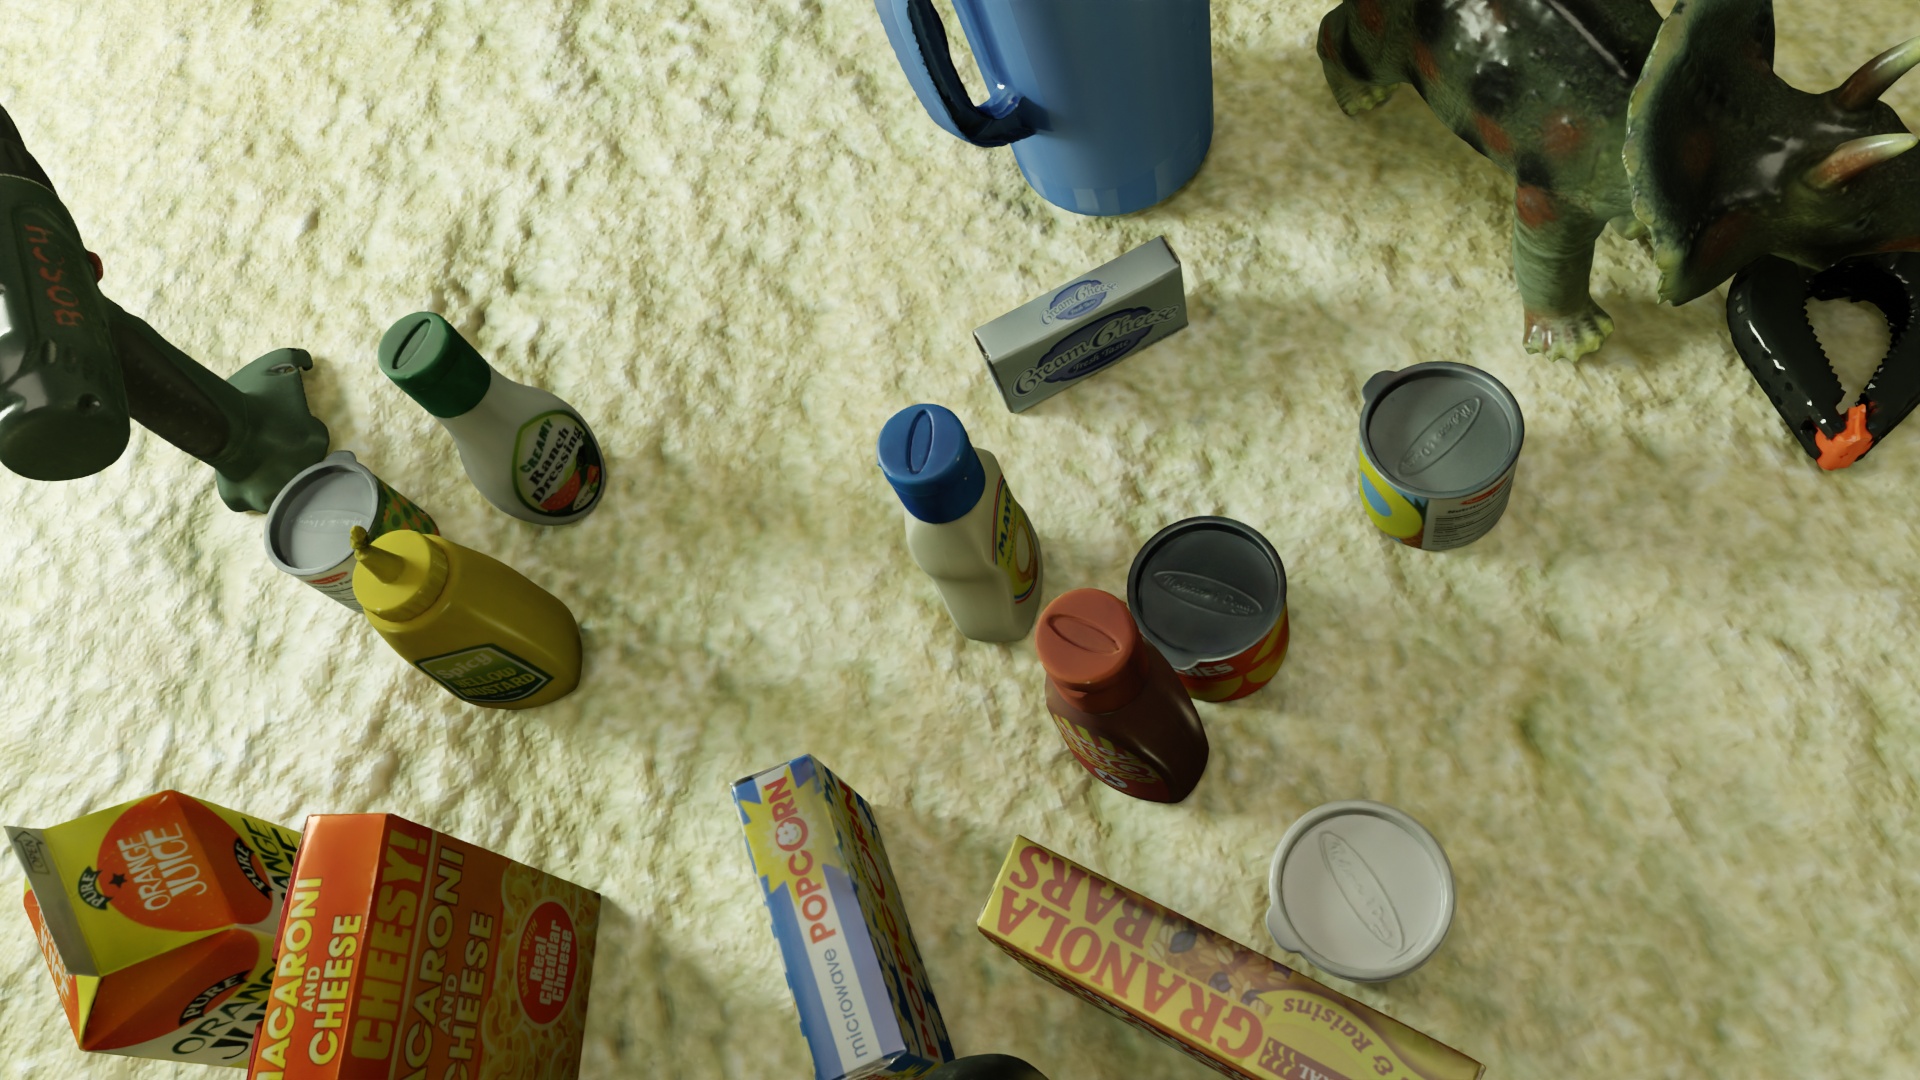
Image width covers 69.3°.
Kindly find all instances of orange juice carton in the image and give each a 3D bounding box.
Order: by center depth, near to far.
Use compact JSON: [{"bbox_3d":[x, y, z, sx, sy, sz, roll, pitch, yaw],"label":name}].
[{"bbox_3d":[-0.304,0.164,0.573,0.073,0.192,0.072,-40,62,-5],"label":"orange juice carton"}]

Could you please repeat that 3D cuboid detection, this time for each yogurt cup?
[{"bbox_3d":[0.156,0.140,0.541,0.072,0.053,0.072,-6,64,12],"label":"yogurt cup"}]

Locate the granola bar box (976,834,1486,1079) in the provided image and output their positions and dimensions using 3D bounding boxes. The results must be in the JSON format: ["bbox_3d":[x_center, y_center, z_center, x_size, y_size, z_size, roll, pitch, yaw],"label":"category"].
[{"bbox_3d":[0.096,0.171,0.502,0.166,0.124,0.039,22,73,23],"label":"granola bar box"}]

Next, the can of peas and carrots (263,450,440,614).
[{"bbox_3d":[-0.319,-0.003,0.733,0.071,0.058,0.071,-6,64,12],"label":"can of peas and carrots"}]

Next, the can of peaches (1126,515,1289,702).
[{"bbox_3d":[0.108,0.033,0.602,0.071,0.058,0.071,-6,64,12],"label":"can of peaches"}]

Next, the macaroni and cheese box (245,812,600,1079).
[{"bbox_3d":[-0.206,0.188,0.551,0.040,0.166,0.124,-5,64,13],"label":"macaroni and cheese box"}]

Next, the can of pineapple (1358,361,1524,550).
[{"bbox_3d":[0.208,-0.037,0.609,0.071,0.057,0.071,-6,64,12],"label":"can of pineapple"}]

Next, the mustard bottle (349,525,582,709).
[{"bbox_3d":[-0.232,0.033,0.635,0.065,0.159,0.049,-15,63,8],"label":"mustard bottle"}]

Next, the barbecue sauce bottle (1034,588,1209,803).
[{"bbox_3d":[0.061,0.062,0.550,0.065,0.148,0.044,24,74,24],"label":"barbecue sauce bottle"}]

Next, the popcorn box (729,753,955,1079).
[{"bbox_3d":[-0.047,0.160,0.568,0.038,0.085,0.127,-25,62,3],"label":"popcorn box"}]

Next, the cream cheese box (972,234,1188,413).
[{"bbox_3d":[0.061,-0.104,0.683,0.104,0.053,0.024,-27,62,2],"label":"cream cheese box"}]

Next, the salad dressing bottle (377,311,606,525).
[{"bbox_3d":[-0.228,-0.058,0.684,0.044,0.147,0.064,20,73,23],"label":"salad dressing bottle"}]

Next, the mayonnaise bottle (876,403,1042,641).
[{"bbox_3d":[0.002,-0.008,0.599,0.041,0.147,0.065,0,66,15],"label":"mayonnaise bottle"}]
